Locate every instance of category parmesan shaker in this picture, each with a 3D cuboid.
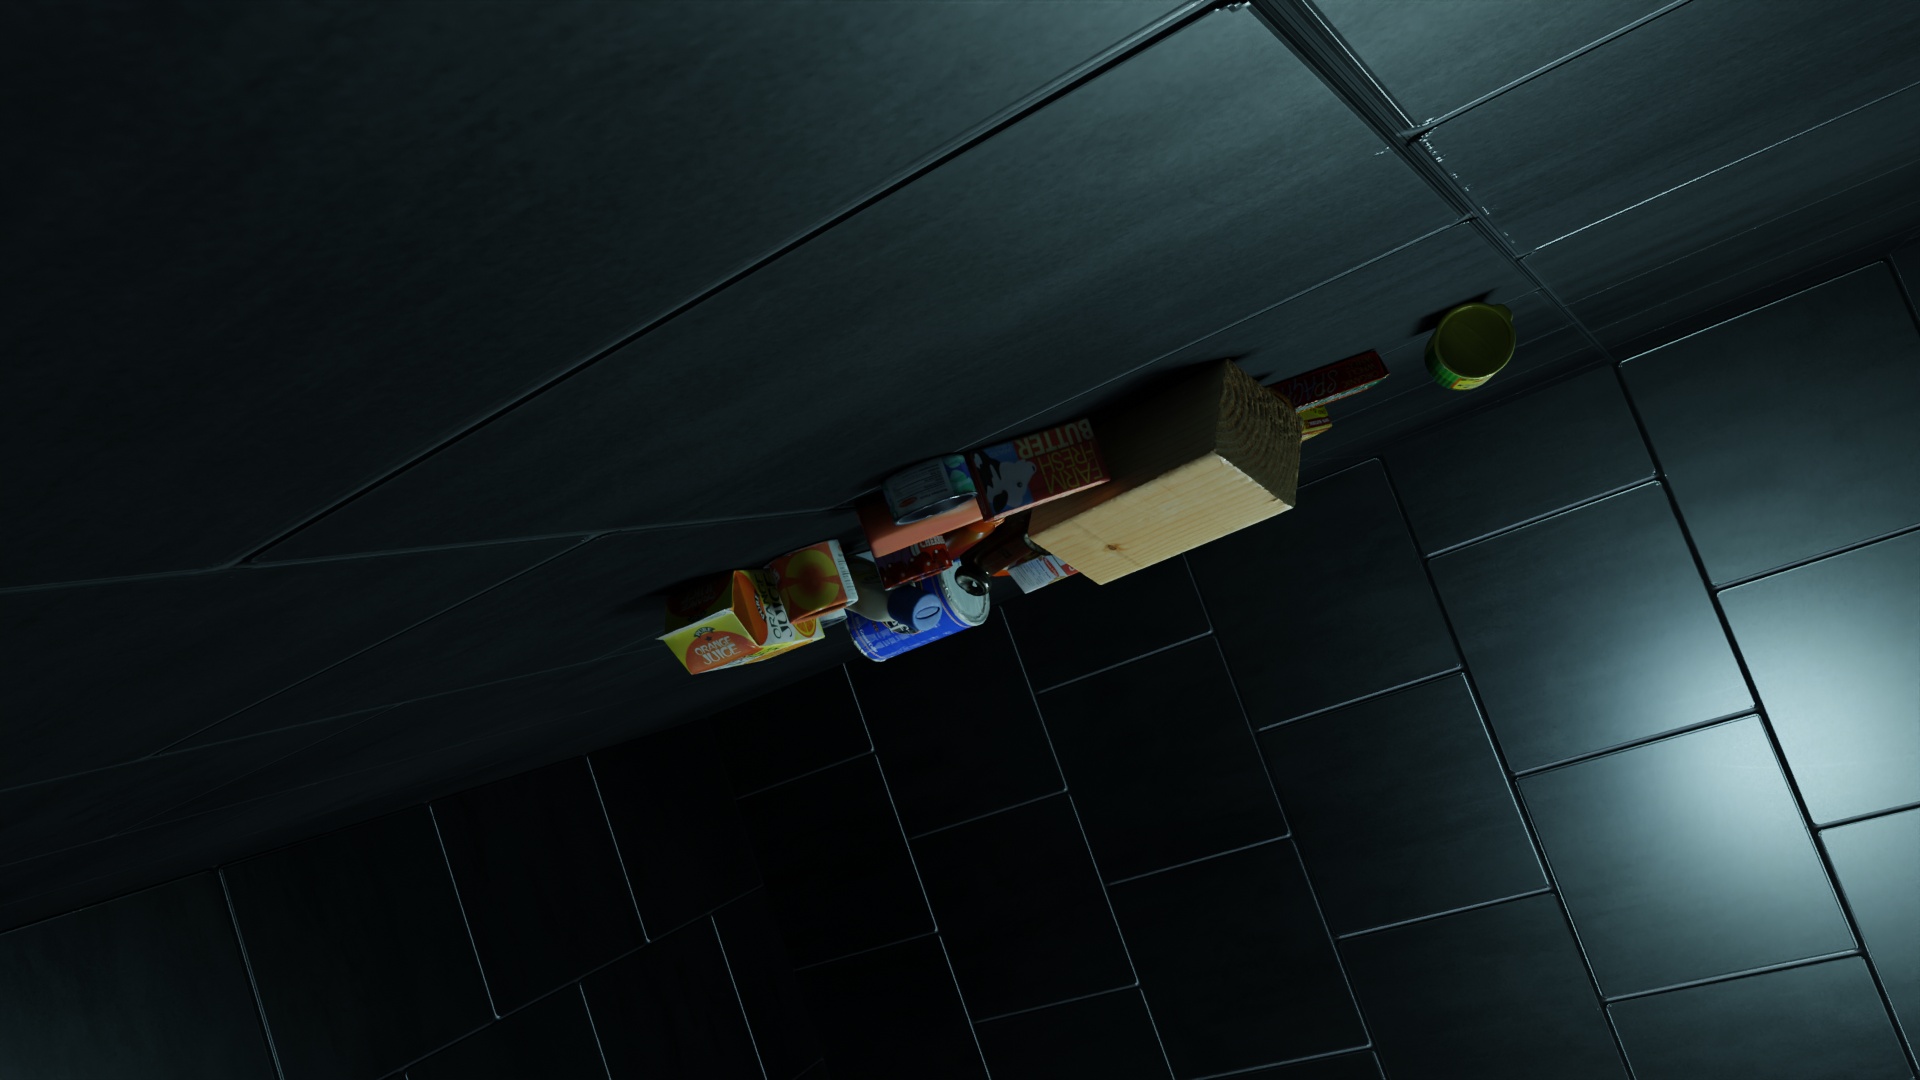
[{"bbox_3d":[0.455,-0.173,1.239,0.071,0.071,0.103,-21,174,13],"label":"parmesan shaker"}]

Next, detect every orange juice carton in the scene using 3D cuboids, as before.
[{"bbox_3d":[-0.198,0.071,1.246,0.072,0.073,0.193,-21,174,15],"label":"orange juice carton"}]

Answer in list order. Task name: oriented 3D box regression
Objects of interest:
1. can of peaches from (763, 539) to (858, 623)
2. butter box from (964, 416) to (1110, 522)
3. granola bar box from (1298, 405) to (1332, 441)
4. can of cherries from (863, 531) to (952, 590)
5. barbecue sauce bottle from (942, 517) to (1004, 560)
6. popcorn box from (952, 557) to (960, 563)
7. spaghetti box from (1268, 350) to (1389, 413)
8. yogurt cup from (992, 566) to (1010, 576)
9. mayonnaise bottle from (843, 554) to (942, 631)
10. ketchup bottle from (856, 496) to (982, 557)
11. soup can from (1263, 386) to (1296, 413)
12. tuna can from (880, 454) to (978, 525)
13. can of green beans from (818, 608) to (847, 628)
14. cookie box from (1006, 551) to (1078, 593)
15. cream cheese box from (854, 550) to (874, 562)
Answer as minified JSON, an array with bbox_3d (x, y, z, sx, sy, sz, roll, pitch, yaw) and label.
[{"bbox_3d":[-0.133,0.038,1.238,0.071,0.058,0.071,-20,174,-2],"label":"can of peaches"},{"bbox_3d":[0.058,-0.054,1.050,0.104,0.053,0.024,-18,176,-19],"label":"butter box"},{"bbox_3d":[0.302,-0.106,1.477,0.124,0.039,0.166,-25,173,41],"label":"granola bar box"},{"bbox_3d":[-0.045,0.006,1.242,0.071,0.058,0.071,-19,174,-2],"label":"can of cherries"},{"bbox_3d":[0.005,-0.016,1.274,0.065,0.043,0.148,-31,178,-22],"label":"barbecue sauce bottle"},{"bbox_3d":[0.057,-0.019,1.462,0.126,0.038,0.085,-25,174,37],"label":"popcorn box"},{"bbox_3d":[0.273,-0.120,1.289,0.250,0.028,0.050,-19,174,-6],"label":"spaghetti box"},{"bbox_3d":[0.058,0.010,1.625,0.054,0.072,0.072,-14,177,25],"label":"yogurt cup"},{"bbox_3d":[-0.077,0.049,1.310,0.065,0.041,0.148,-17,-158,-37],"label":"mayonnaise bottle"},{"bbox_3d":[-0.006,-0.031,1.094,0.149,0.043,0.064,-20,175,-4],"label":"ketchup bottle"},{"bbox_3d":[0.262,-0.084,1.225,0.071,0.071,0.083,-19,143,-9],"label":"soup can"},{"bbox_3d":[-0.022,-0.038,1.026,0.071,0.033,0.071,-20,174,-2],"label":"tuna can"},{"bbox_3d":[-0.154,0.061,1.387,0.071,0.058,0.071,-20,174,-2],"label":"can of green beans"},{"bbox_3d":[0.140,-0.019,1.487,0.167,0.040,0.123,-25,-158,38],"label":"cookie box"},{"bbox_3d":[-0.088,0.024,1.435,0.104,0.024,0.053,-16,172,-39],"label":"cream cheese box"}]
